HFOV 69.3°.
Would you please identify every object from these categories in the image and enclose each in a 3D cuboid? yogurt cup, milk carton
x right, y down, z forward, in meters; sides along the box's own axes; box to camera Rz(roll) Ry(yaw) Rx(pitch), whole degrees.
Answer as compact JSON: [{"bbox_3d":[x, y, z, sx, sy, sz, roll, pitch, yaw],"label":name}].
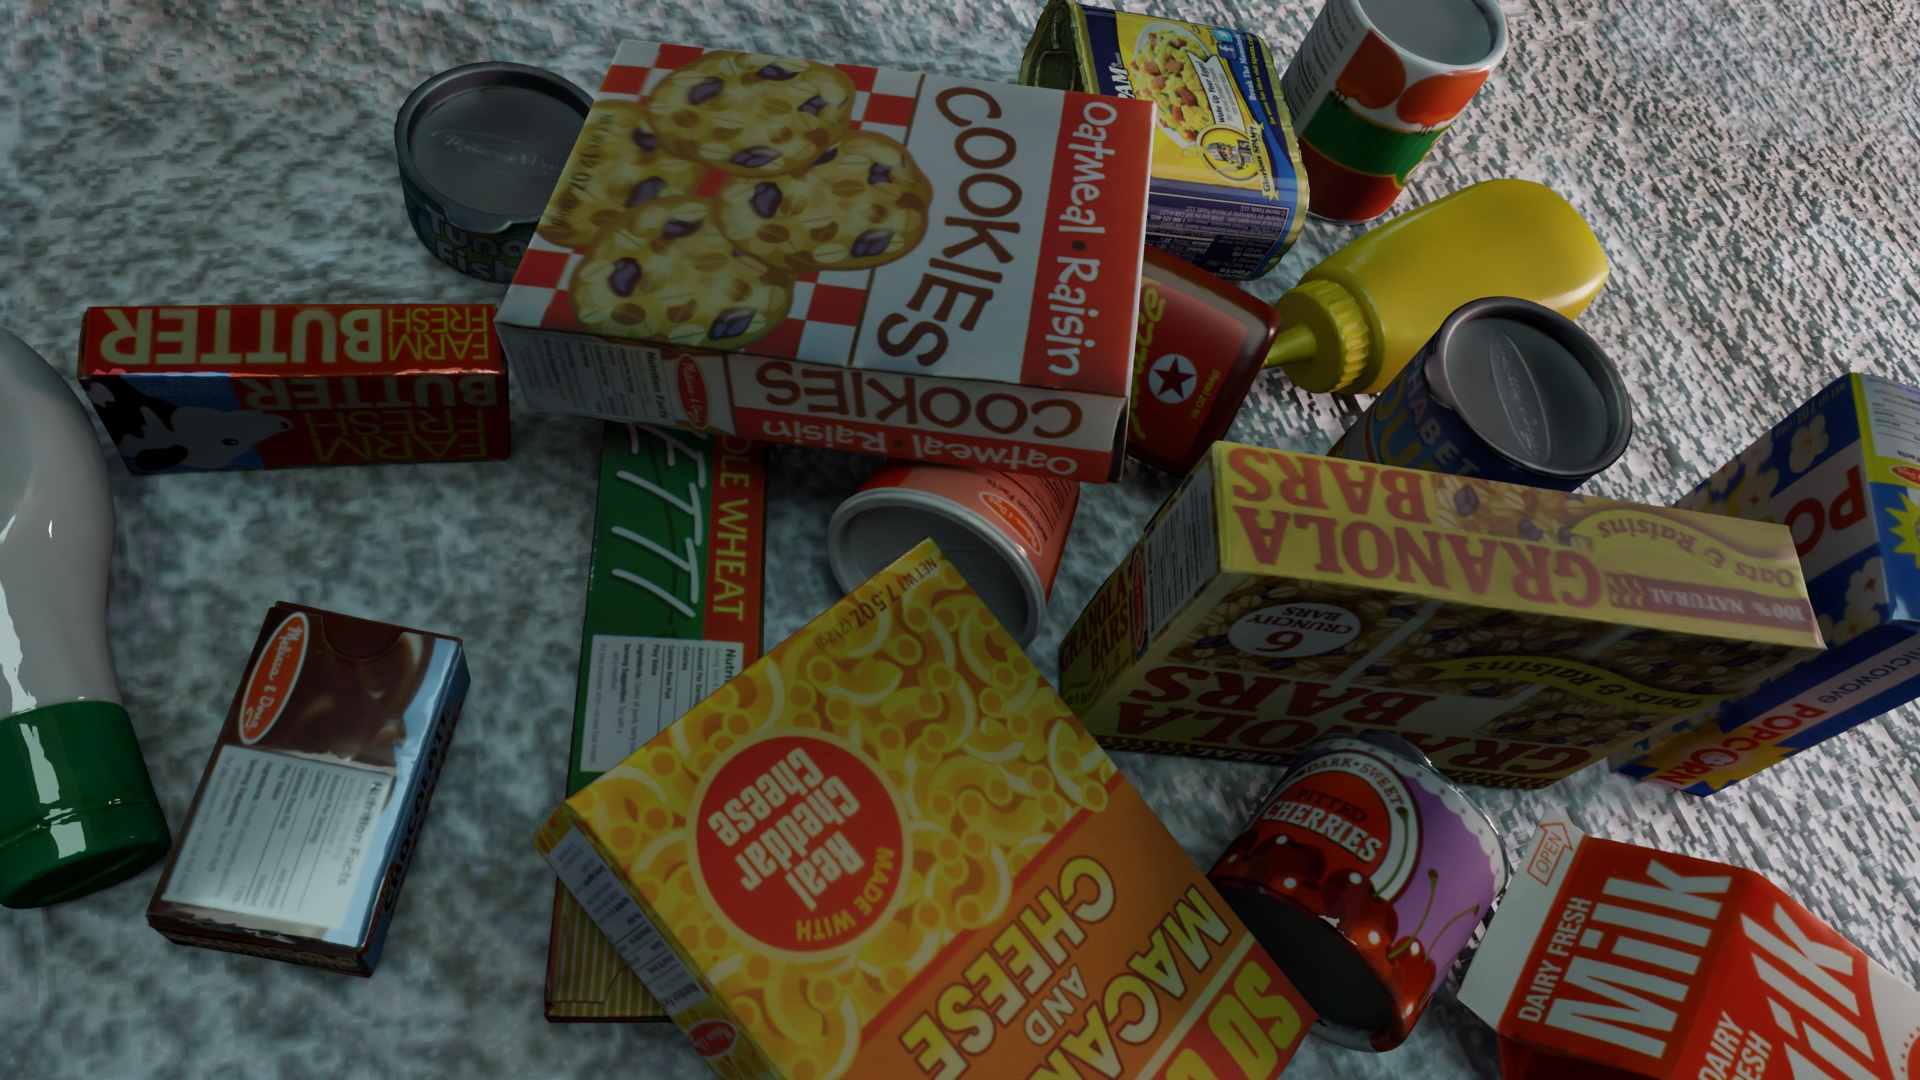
[{"bbox_3d":[0.001,-0.005,0.413,0.072,0.072,0.054,29,51,1],"label":"yogurt cup"},{"bbox_3d":[0.228,0.159,0.382,0.191,0.073,0.073,38,60,6],"label":"milk carton"}]

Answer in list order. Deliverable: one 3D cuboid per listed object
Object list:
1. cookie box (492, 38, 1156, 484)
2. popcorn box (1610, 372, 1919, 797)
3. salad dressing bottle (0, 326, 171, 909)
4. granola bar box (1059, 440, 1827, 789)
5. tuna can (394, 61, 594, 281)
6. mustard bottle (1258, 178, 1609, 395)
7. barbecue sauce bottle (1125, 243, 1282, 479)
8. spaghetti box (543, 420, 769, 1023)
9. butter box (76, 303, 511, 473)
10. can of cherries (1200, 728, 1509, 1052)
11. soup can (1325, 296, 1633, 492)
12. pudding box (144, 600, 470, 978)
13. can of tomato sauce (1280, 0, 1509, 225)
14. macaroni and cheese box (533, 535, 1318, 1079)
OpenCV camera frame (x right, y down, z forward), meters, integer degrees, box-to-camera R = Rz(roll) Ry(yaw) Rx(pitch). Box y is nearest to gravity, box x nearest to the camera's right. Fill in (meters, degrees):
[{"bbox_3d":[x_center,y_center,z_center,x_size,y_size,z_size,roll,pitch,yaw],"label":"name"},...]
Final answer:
[{"bbox_3d":[-0.031,-0.084,0.404,0.167,0.040,0.123,8,55,3],"label":"cookie box"},{"bbox_3d":[0.254,0.018,0.434,0.038,0.126,0.085,14,60,-5],"label":"popcorn box"},{"bbox_3d":[-0.238,0.016,0.344,0.064,0.044,0.148,-27,75,-4],"label":"salad dressing bottle"},{"bbox_3d":[0.125,0.028,0.393,0.166,0.123,0.039,7,61,-12],"label":"granola bar box"},{"bbox_3d":[-0.146,-0.117,0.447,0.071,0.032,0.071,7,61,-12],"label":"tuna can"},{"bbox_3d":[0.163,-0.087,0.509,0.161,0.048,0.065,-20,70,-23],"label":"mustard bottle"},{"bbox_3d":[0.027,-0.079,0.463,0.148,0.064,0.044,28,21,8],"label":"barbecue sauce bottle"},{"bbox_3d":[-0.081,0.008,0.401,0.050,0.028,0.251,5,62,-13],"label":"spaghetti box"},{"bbox_3d":[-0.180,-0.042,0.387,0.104,0.053,0.024,-4,66,-17],"label":"butter box"},{"bbox_3d":[0.106,0.095,0.384,0.071,0.071,0.058,43,61,9],"label":"can of cherries"},{"bbox_3d":[0.163,-0.030,0.459,0.071,0.083,0.071,7,61,-12],"label":"soup can"},{"bbox_3d":[-0.160,0.062,0.350,0.050,0.030,0.084,12,60,-8],"label":"pudding box"},{"bbox_3d":[0.161,-0.174,0.535,0.071,0.082,0.071,6,62,-12],"label":"can of tomato sauce"},{"bbox_3d":[-0.003,0.099,0.347,0.124,0.040,0.166,-37,86,-37],"label":"macaroni and cheese box"}]
